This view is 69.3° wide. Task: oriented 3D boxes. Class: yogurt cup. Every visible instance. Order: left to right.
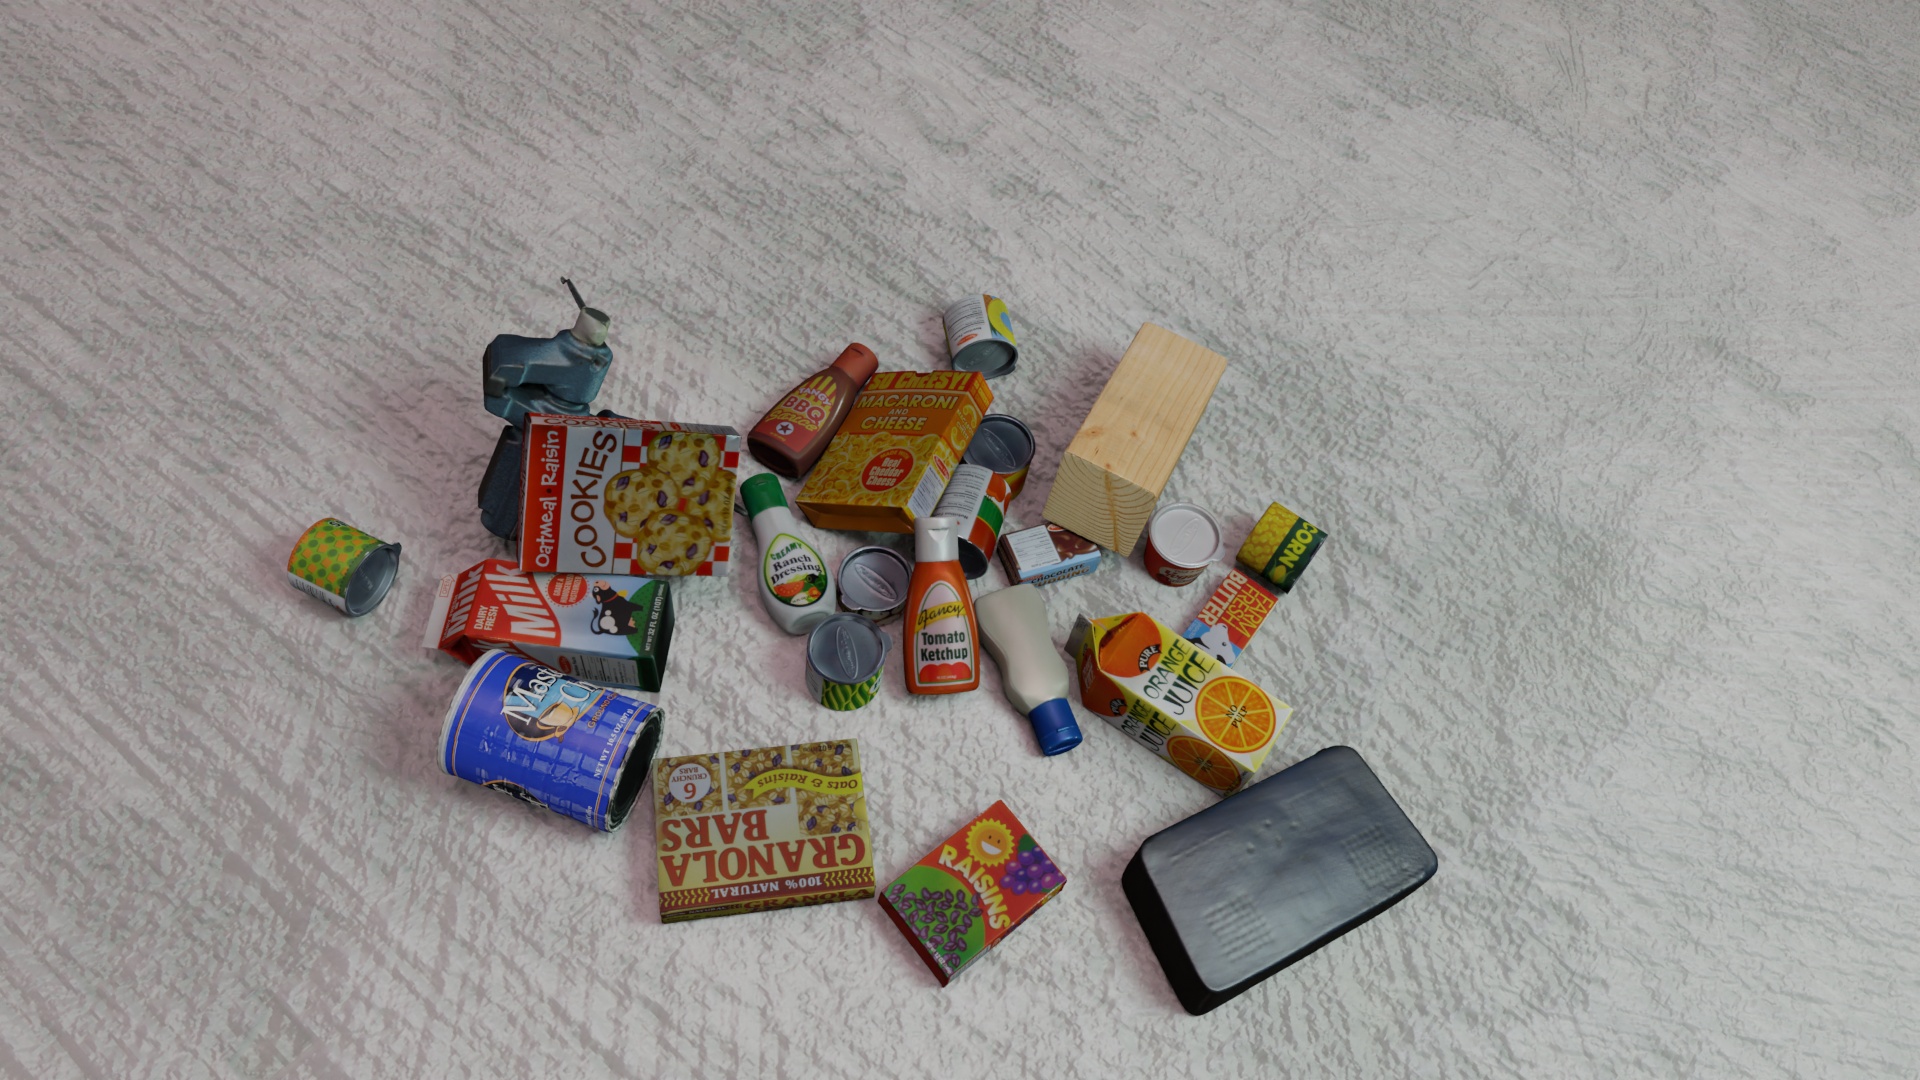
[{"bbox_3d":[0.200,0.006,1.267,0.072,0.053,0.073,4,59,-6],"label":"yogurt cup"}]

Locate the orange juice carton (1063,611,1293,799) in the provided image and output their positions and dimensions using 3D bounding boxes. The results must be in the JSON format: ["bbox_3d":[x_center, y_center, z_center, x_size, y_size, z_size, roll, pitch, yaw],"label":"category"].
[{"bbox_3d":[0.174,0.130,1.180,0.193,0.071,0.073,33,60,11],"label":"orange juice carton"}]

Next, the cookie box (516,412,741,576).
[{"bbox_3d":[-0.270,-0.036,1.128,0.168,0.122,0.040,2,17,-22],"label":"cookie box"}]

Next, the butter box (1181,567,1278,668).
[{"bbox_3d":[0.238,0.077,1.248,0.053,0.024,0.104,35,61,12],"label":"butter box"}]

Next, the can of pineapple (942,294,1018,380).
[{"bbox_3d":[0.020,-0.197,1.355,0.071,0.070,0.058,-5,61,-11],"label":"can of pineapple"}]

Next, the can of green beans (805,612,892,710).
[{"bbox_3d":[-0.097,0.102,1.165,0.071,0.057,0.071,4,59,-6],"label":"can of green beans"}]

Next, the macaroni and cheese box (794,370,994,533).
[{"bbox_3d":[-0.058,-0.084,1.256,0.123,0.040,0.167,4,52,34],"label":"macaroni and cheese box"}]

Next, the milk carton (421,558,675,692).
[{"bbox_3d":[-0.338,0.068,1.141,0.191,0.073,0.072,7,59,-4],"label":"milk carton"}]

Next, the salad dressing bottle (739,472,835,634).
[{"bbox_3d":[-0.155,0.010,1.219,0.064,0.043,0.148,-17,63,-15],"label":"salad dressing bottle"}]

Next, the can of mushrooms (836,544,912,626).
[{"bbox_3d":[-0.078,0.041,1.218,0.071,0.033,0.071,4,60,-7],"label":"can of mushrooms"}]

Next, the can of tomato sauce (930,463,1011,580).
[{"bbox_3d":[0.004,-0.016,1.244,0.071,0.070,0.083,18,55,2],"label":"can of tomato sauce"}]

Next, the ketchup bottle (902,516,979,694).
[{"bbox_3d":[-0.018,0.054,1.175,0.065,0.043,0.148,-3,91,-9],"label":"ketchup bottle"}]

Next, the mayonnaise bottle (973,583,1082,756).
[{"bbox_3d":[0.061,0.111,1.193,0.065,0.041,0.148,-15,64,-14],"label":"mayonnaise bottle"}]

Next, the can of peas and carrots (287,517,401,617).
[{"bbox_3d":[-0.509,0.020,1.149,0.059,0.070,0.071,24,59,7],"label":"can of peas and carrots"}]

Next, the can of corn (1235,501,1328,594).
[{"bbox_3d":[0.294,0.005,1.271,0.058,0.070,0.071,35,61,13],"label":"can of corn"}]

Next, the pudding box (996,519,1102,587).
[{"bbox_3d":[0.081,0.012,1.260,0.084,0.030,0.050,-15,62,-17],"label":"pudding box"}]

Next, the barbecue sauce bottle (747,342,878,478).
[{"bbox_3d":[-0.132,-0.126,1.302,0.065,0.043,0.149,28,59,17],"label":"barbecue sauce bottle"}]

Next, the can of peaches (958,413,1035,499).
[{"bbox_3d":[0.030,-0.074,1.287,0.071,0.057,0.071,4,60,-6],"label":"can of peaches"}]

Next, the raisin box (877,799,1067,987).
[{"bbox_3d":[0.010,0.275,1.090,0.124,0.040,0.086,-34,69,-23],"label":"raisin box"}]

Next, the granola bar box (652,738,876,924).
[{"bbox_3d":[-0.156,0.227,1.094,0.166,0.039,0.125,-5,61,-11],"label":"granola bar box"}]
